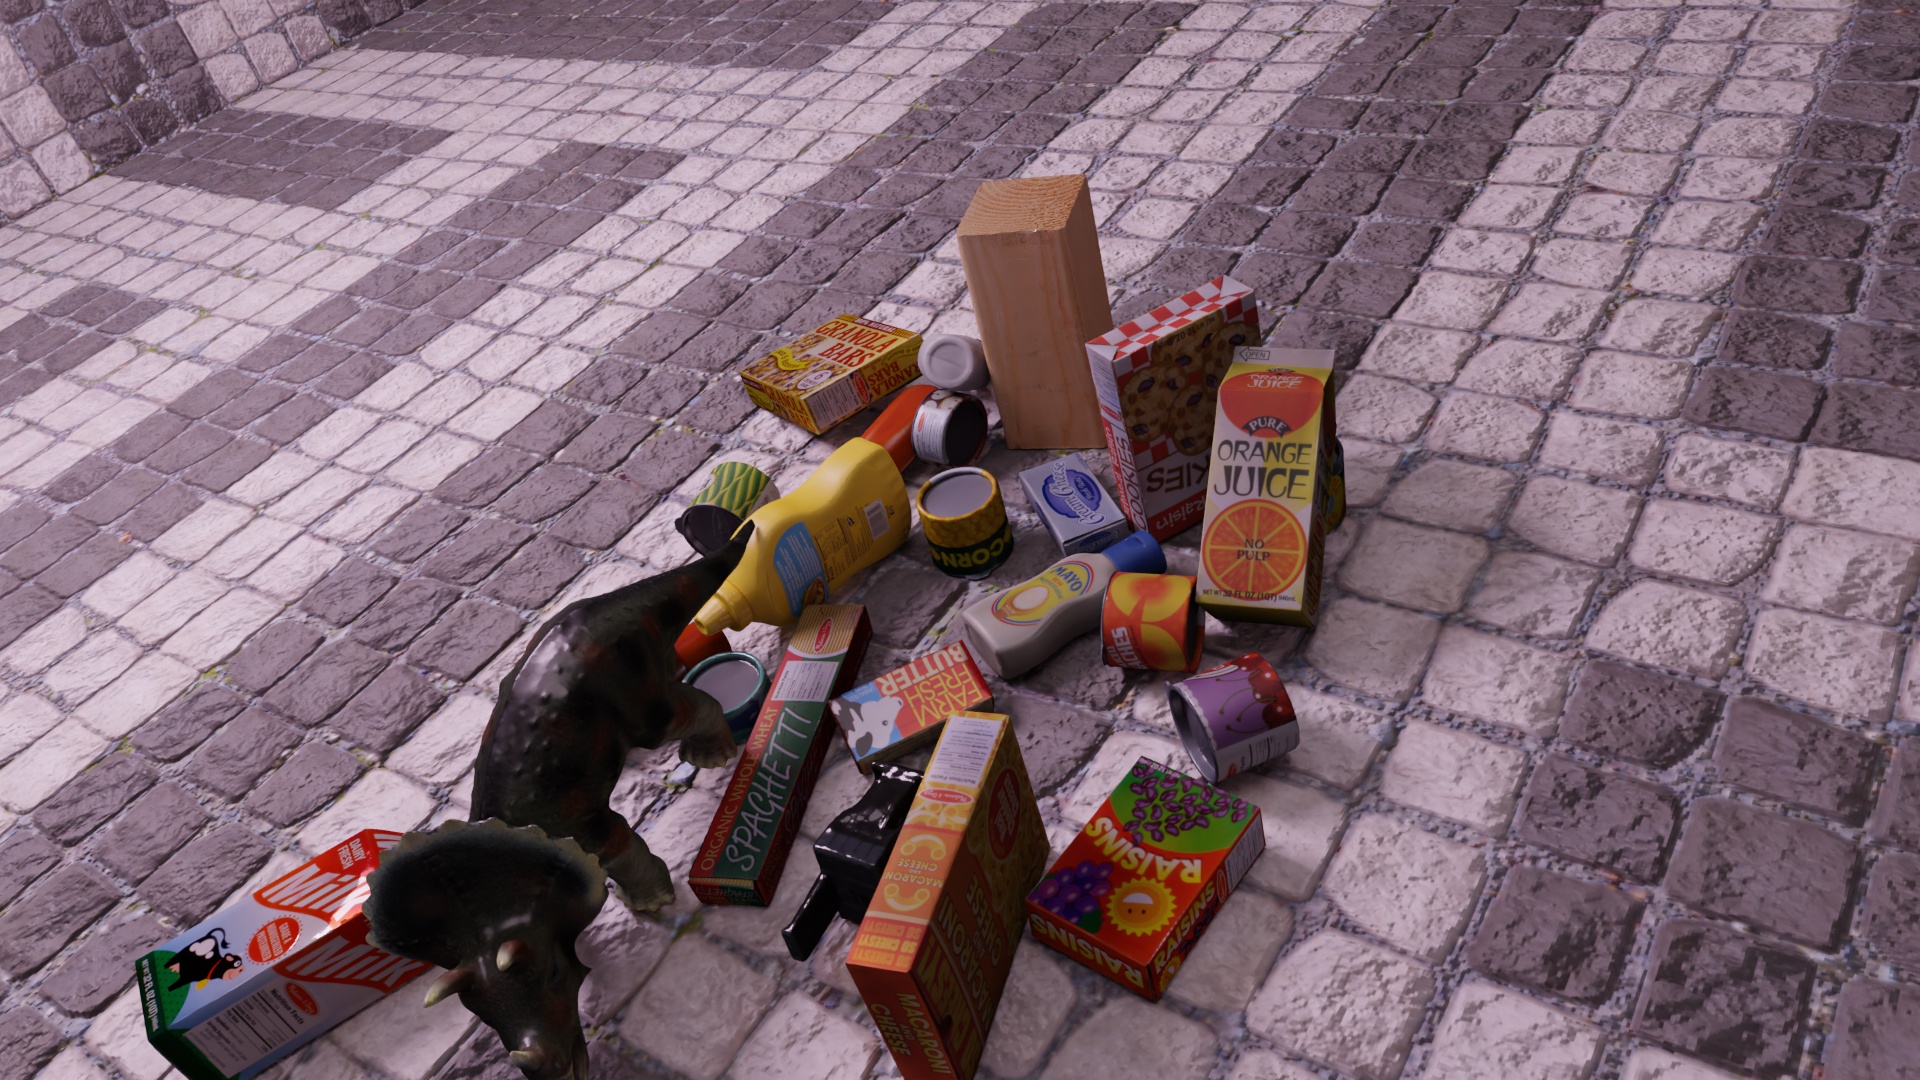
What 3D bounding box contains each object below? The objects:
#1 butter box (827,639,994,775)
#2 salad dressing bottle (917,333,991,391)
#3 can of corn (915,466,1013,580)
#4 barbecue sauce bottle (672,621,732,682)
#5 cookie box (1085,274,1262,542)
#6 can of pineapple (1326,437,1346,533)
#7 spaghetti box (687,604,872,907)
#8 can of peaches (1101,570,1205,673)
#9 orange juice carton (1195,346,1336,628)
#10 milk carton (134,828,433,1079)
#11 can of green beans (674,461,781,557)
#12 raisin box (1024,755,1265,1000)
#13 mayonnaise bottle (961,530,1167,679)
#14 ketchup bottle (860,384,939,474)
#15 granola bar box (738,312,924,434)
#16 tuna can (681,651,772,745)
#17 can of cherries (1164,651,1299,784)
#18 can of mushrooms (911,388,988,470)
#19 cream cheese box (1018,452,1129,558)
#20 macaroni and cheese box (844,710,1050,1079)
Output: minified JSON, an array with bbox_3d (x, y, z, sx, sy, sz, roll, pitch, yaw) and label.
[{"bbox_3d":[-0.033,0.113,0.948,0.104,0.024,0.053,-25,58,-10],"label":"butter box"},{"bbox_3d":[0.003,-0.155,1.202,0.064,0.044,0.148,21,11,6],"label":"salad dressing bottle"},{"bbox_3d":[0.004,-0.013,1.071,0.071,0.058,0.071,-10,39,8],"label":"can of corn"},{"bbox_3d":[-0.239,0.108,1.019,0.149,0.043,0.065,-34,42,-22],"label":"barbecue sauce bottle"},{"bbox_3d":[0.168,-0.093,1.026,0.123,0.166,0.040,-28,37,-15],"label":"cookie box"},{"bbox_3d":[0.250,-0.041,1.022,0.071,0.057,0.071,-10,39,8],"label":"can of pineapple"},{"bbox_3d":[-0.118,0.139,0.952,0.050,0.028,0.251,-1,41,18],"label":"spaghetti box"},{"bbox_3d":[0.131,0.057,0.938,0.058,0.071,0.071,3,42,21],"label":"can of peaches"},{"bbox_3d":[0.212,-0.041,0.949,0.072,0.073,0.193,4,78,22],"label":"orange juice carton"},{"bbox_3d":[-0.402,0.253,0.876,0.191,0.073,0.072,-30,40,-18],"label":"milk carton"},{"bbox_3d":[-0.188,-0.023,1.140,0.071,0.071,0.058,2,41,20],"label":"can of green beans"},{"bbox_3d":[0.108,0.192,0.804,0.086,0.040,0.124,20,49,35],"label":"raisin box"},{"bbox_3d":[0.078,0.041,0.994,0.148,0.041,0.065,-29,39,-15],"label":"mayonnaise bottle"},{"bbox_3d":[-0.067,-0.072,1.174,0.064,0.043,0.149,-11,32,46],"label":"ketchup bottle"},{"bbox_3d":[-0.116,-0.155,1.268,0.124,0.039,0.166,-32,28,-17],"label":"granola bar box"},{"bbox_3d":[-0.165,0.112,0.997,0.071,0.032,0.071,-10,39,8],"label":"tuna can"},{"bbox_3d":[0.168,0.107,0.862,0.058,0.071,0.072,-22,39,-7],"label":"can of cherries"},{"bbox_3d":[-0.007,-0.093,1.166,0.033,0.070,0.071,16,48,34],"label":"can of mushrooms"},{"bbox_3d":[0.088,-0.028,1.087,0.053,0.024,0.104,-21,39,-6],"label":"cream cheese box"},{"bbox_3d":[0.000,0.197,0.767,0.040,0.123,0.167,2,42,23],"label":"macaroni and cheese box"}]
